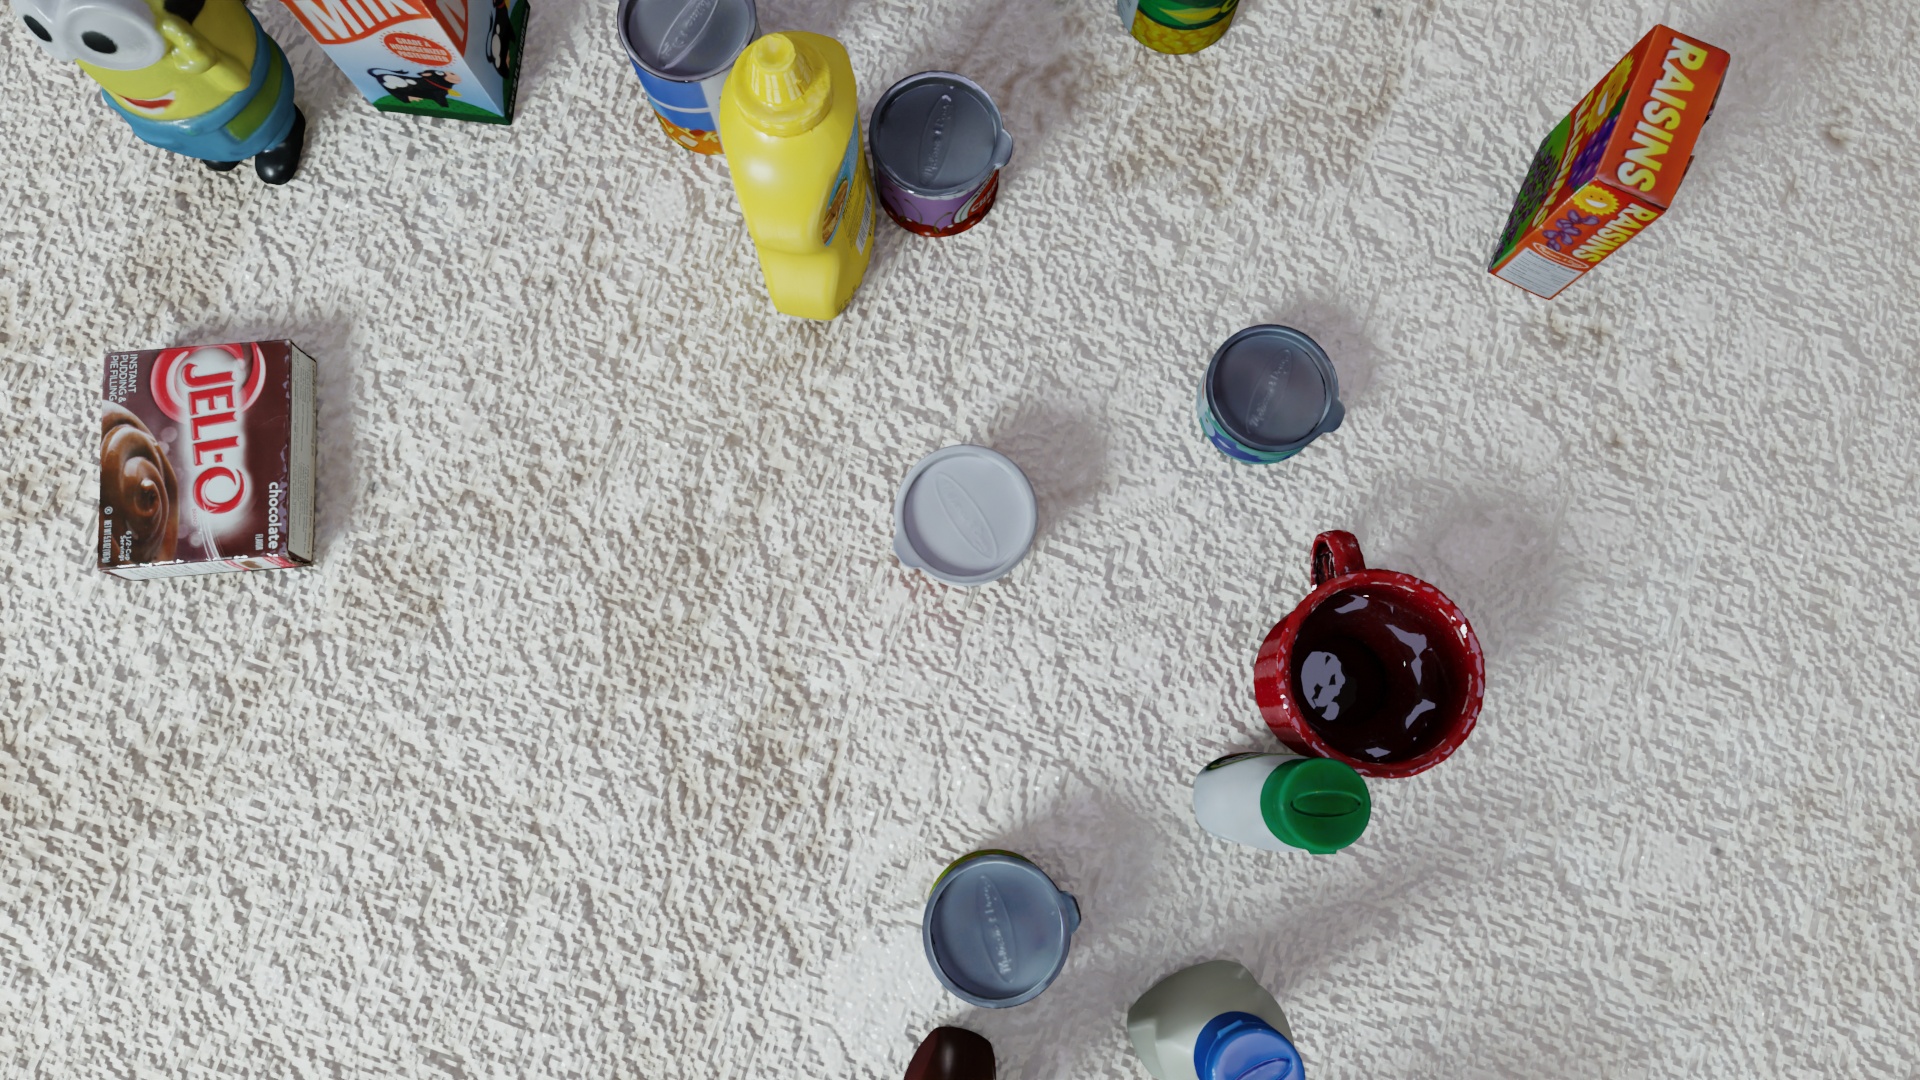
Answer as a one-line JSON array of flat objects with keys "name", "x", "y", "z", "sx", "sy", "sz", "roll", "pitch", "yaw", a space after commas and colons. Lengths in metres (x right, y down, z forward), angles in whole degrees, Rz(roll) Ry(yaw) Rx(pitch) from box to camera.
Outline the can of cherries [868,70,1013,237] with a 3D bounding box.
[{"name": "can of cherries", "x": -0.010, "y": -0.193, "z": 0.706, "sx": 0.071, "sy": 0.058, "sz": 0.071, "roll": 0, "pitch": 80, "yaw": -1}]

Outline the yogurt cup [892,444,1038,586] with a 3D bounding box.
[{"name": "yogurt cup", "x": 0.002, "y": -0.008, "z": 0.676, "sx": 0.072, "sy": 0.054, "sz": 0.072, "roll": 0, "pitch": 80, "yaw": -1}]

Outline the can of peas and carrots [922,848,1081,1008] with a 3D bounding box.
[{"name": "can of peas and carrots", "x": 0.018, "y": 0.176, "z": 0.641, "sx": 0.071, "sy": 0.058, "sz": 0.071, "roll": 0, "pitch": 80, "yaw": -1}]

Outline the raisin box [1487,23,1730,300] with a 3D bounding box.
[{"name": "raisin box", "x": 0.311, "y": -0.179, "z": 0.675, "sx": 0.040, "sy": 0.123, "sz": 0.086, "roll": 26, "pitch": 81, "yaw": 3}]

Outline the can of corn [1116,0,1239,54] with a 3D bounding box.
[{"name": "can of corn", "x": 0.120, "y": -0.297, "z": 0.726, "sx": 0.071, "sy": 0.058, "sz": 0.071, "roll": 0, "pitch": 80, "yaw": -1}]

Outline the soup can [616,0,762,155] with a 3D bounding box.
[{"name": "soup can", "x": -0.132, "y": -0.243, "z": 0.700, "sx": 0.071, "sy": 0.083, "sz": 0.071, "roll": 0, "pitch": 80, "yaw": -1}]

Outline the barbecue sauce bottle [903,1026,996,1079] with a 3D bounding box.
[{"name": "barbecue sauce bottle", "x": -0.006, "y": 0.249, "z": 0.583, "sx": 0.044, "sy": 0.148, "sz": 0.065, "roll": 15, "pitch": 81, "yaw": 2}]

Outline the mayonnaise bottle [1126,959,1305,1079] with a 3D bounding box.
[{"name": "mayonnaise bottle", "x": 0.110, "y": 0.213, "z": 0.591, "sx": 0.065, "sy": 0.148, "sz": 0.041, "roll": -26, "pitch": 82, "yaw": -5}]

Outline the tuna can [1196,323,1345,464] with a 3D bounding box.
[{"name": "tuna can", "x": 0.156, "y": -0.072, "z": 0.700, "sx": 0.071, "sy": 0.032, "sz": 0.071, "roll": 0, "pitch": 80, "yaw": -1}]

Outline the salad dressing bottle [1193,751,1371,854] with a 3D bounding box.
[{"name": "salad dressing bottle", "x": 0.141, "y": 0.114, "z": 0.609, "sx": 0.064, "sy": 0.147, "sz": 0.044, "roll": 0, "pitch": 81, "yaw": -1}]

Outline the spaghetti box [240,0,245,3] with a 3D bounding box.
[{"name": "spaghetti box", "x": -0.344, "y": -0.395, "z": 0.740, "sx": 0.029, "sy": 0.050, "sz": 0.250, "roll": 27, "pitch": 81, "yaw": 4}]

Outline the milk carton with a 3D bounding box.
[{"name": "milk carton", "x": -0.269, "y": -0.271, "z": 0.648, "sx": 0.073, "sy": 0.190, "sz": 0.072, "roll": 6, "pitch": 81, "yaw": 0}]
